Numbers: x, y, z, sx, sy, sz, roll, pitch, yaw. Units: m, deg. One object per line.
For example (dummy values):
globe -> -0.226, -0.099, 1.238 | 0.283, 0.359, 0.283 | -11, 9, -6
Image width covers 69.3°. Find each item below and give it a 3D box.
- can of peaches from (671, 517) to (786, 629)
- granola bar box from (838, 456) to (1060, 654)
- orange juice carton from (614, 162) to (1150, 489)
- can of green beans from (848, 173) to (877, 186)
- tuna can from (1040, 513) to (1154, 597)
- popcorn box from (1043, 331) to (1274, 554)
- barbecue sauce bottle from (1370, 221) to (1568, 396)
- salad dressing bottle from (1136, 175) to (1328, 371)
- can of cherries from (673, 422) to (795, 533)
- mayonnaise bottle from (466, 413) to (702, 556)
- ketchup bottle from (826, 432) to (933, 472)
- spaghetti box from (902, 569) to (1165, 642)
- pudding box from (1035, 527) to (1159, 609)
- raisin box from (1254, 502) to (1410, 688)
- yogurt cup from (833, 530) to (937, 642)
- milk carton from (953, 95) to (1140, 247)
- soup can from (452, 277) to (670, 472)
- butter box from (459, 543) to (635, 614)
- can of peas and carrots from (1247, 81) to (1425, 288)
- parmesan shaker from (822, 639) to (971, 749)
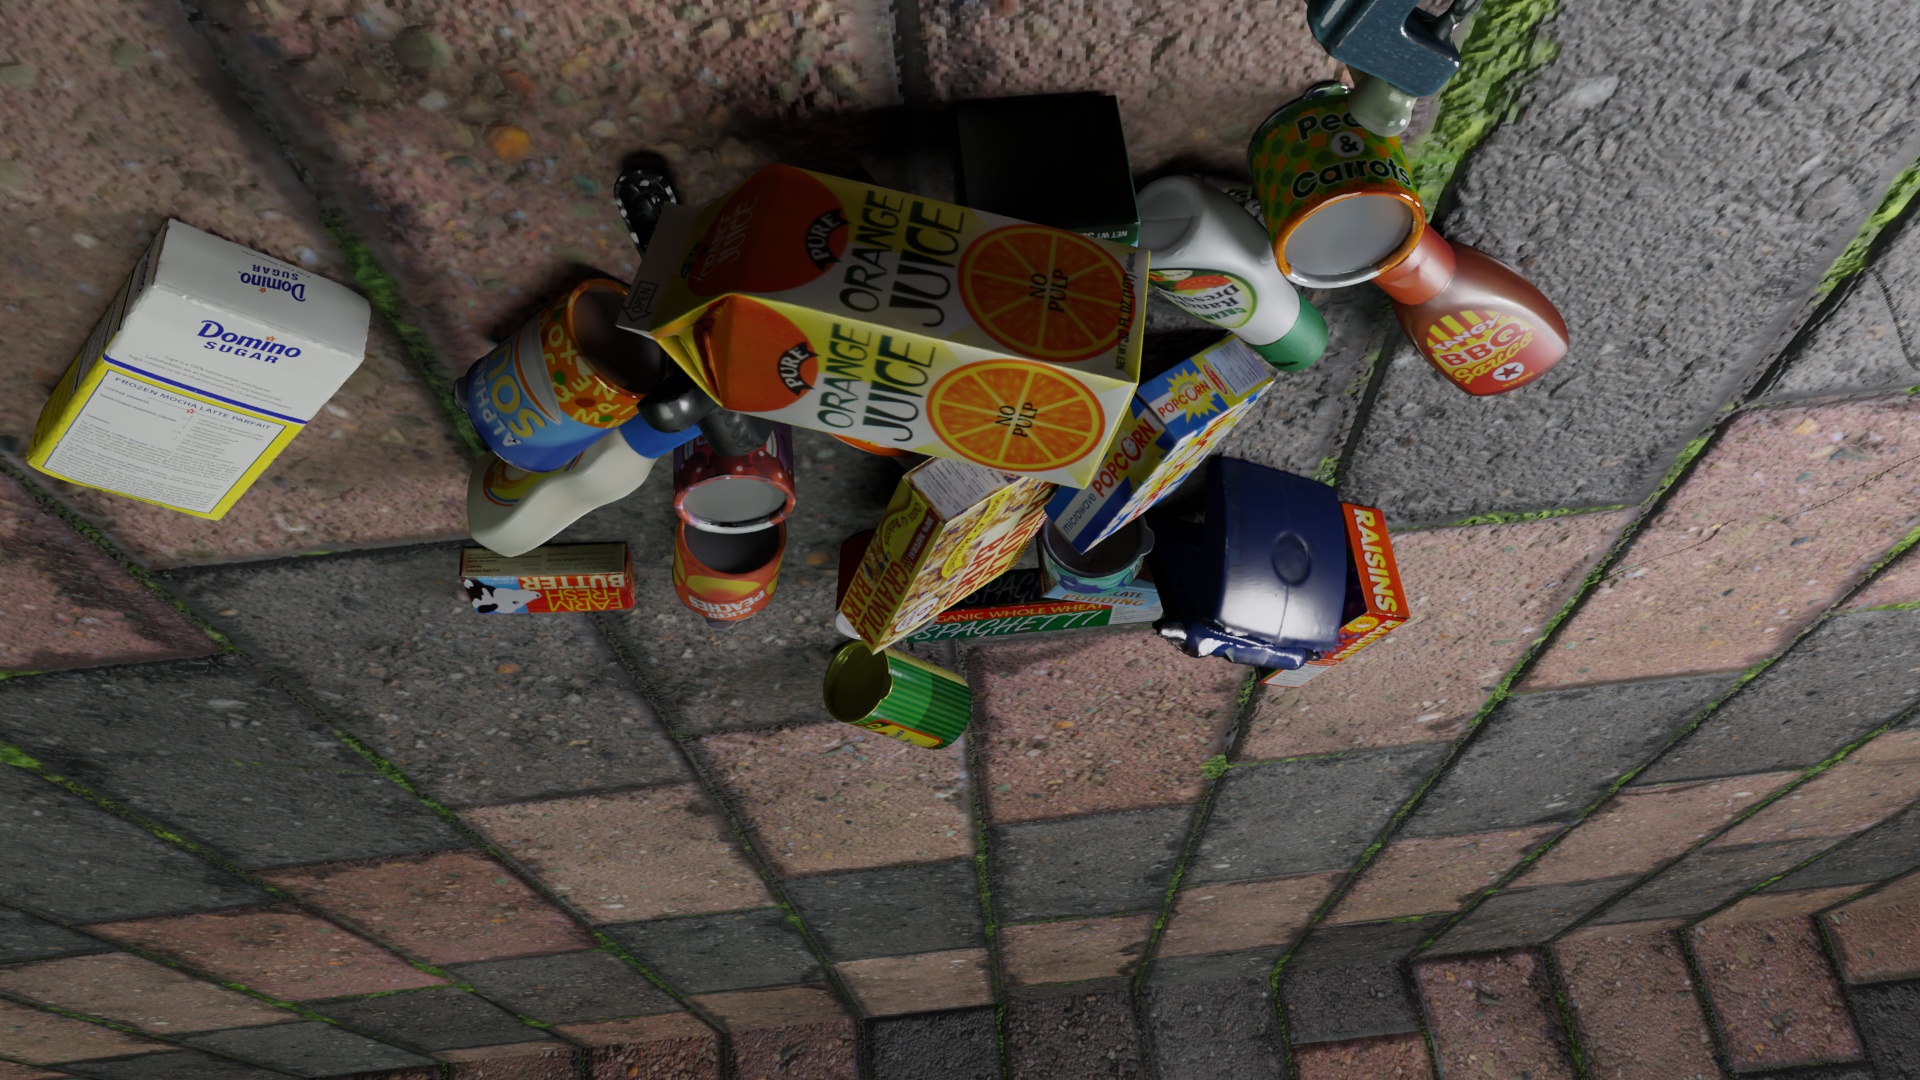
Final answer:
can of peaches -> -0.141, 0.010, 0.845 | 0.071, 0.071, 0.057 | 1, 150, -14
granola bar box -> 0.003, -0.010, 0.810 | 0.125, 0.039, 0.164 | -31, 165, -30
orange juice carton -> -0.030, -0.087, 0.543 | 0.193, 0.072, 0.072 | 12, 147, -5
can of green beans -> -0.059, -0.122, 0.620 | 0.058, 0.071, 0.071 | -16, 150, 18
tuna can -> 0.087, 0.001, 0.879 | 0.071, 0.071, 0.032 | -7, 153, 1
popcorn box -> 0.107, -0.052, 0.773 | 0.085, 0.038, 0.126 | -31, 166, -33
barbecue sauce bottle -> 0.251, -0.122, 0.708 | 0.064, 0.044, 0.148 | -27, 145, 35
salad dressing bottle -> 0.134, -0.124, 0.675 | 0.064, 0.044, 0.147 | 4, 168, 40
can of cherries -> -0.125, -0.045, 0.759 | 0.071, 0.058, 0.071 | -5, 152, -2
mayonnaise bottle -> -0.199, -0.046, 0.743 | 0.148, 0.065, 0.041 | -25, 143, 23
ketchup bottle -> -0.043, -0.074, 0.730 | 0.064, 0.043, 0.148 | -41, 152, 5
spaghetti box -> 0.079, 0.042, 0.994 | 0.250, 0.029, 0.050 | -4, 152, -4
pudding box -> 0.095, 0.015, 0.927 | 0.084, 0.050, 0.030 | 7, 150, -24
raisin box -> 0.250, 0.040, 0.967 | 0.040, 0.086, 0.122 | 9, 148, -23
yogurt cup -> -0.051, 0.029, 0.916 | 0.072, 0.054, 0.072 | -5, 152, -3
milk carton -> 0.035, -0.111, 0.652 | 0.072, 0.074, 0.189 | -5, 152, -2
soup can -> -0.190, -0.080, 0.671 | 0.083, 0.071, 0.071 | -27, 145, 33
butter box -> -0.265, 0.025, 0.897 | 0.103, 0.024, 0.053 | -2, 151, -9
can of peas and carrots -> 0.165, -0.155, 0.612 | 0.071, 0.059, 0.070 | -5, 152, -3
parmesan shaker -> -0.045, 0.121, 1.073 | 0.071, 0.071, 0.103 | -25, 146, 31
